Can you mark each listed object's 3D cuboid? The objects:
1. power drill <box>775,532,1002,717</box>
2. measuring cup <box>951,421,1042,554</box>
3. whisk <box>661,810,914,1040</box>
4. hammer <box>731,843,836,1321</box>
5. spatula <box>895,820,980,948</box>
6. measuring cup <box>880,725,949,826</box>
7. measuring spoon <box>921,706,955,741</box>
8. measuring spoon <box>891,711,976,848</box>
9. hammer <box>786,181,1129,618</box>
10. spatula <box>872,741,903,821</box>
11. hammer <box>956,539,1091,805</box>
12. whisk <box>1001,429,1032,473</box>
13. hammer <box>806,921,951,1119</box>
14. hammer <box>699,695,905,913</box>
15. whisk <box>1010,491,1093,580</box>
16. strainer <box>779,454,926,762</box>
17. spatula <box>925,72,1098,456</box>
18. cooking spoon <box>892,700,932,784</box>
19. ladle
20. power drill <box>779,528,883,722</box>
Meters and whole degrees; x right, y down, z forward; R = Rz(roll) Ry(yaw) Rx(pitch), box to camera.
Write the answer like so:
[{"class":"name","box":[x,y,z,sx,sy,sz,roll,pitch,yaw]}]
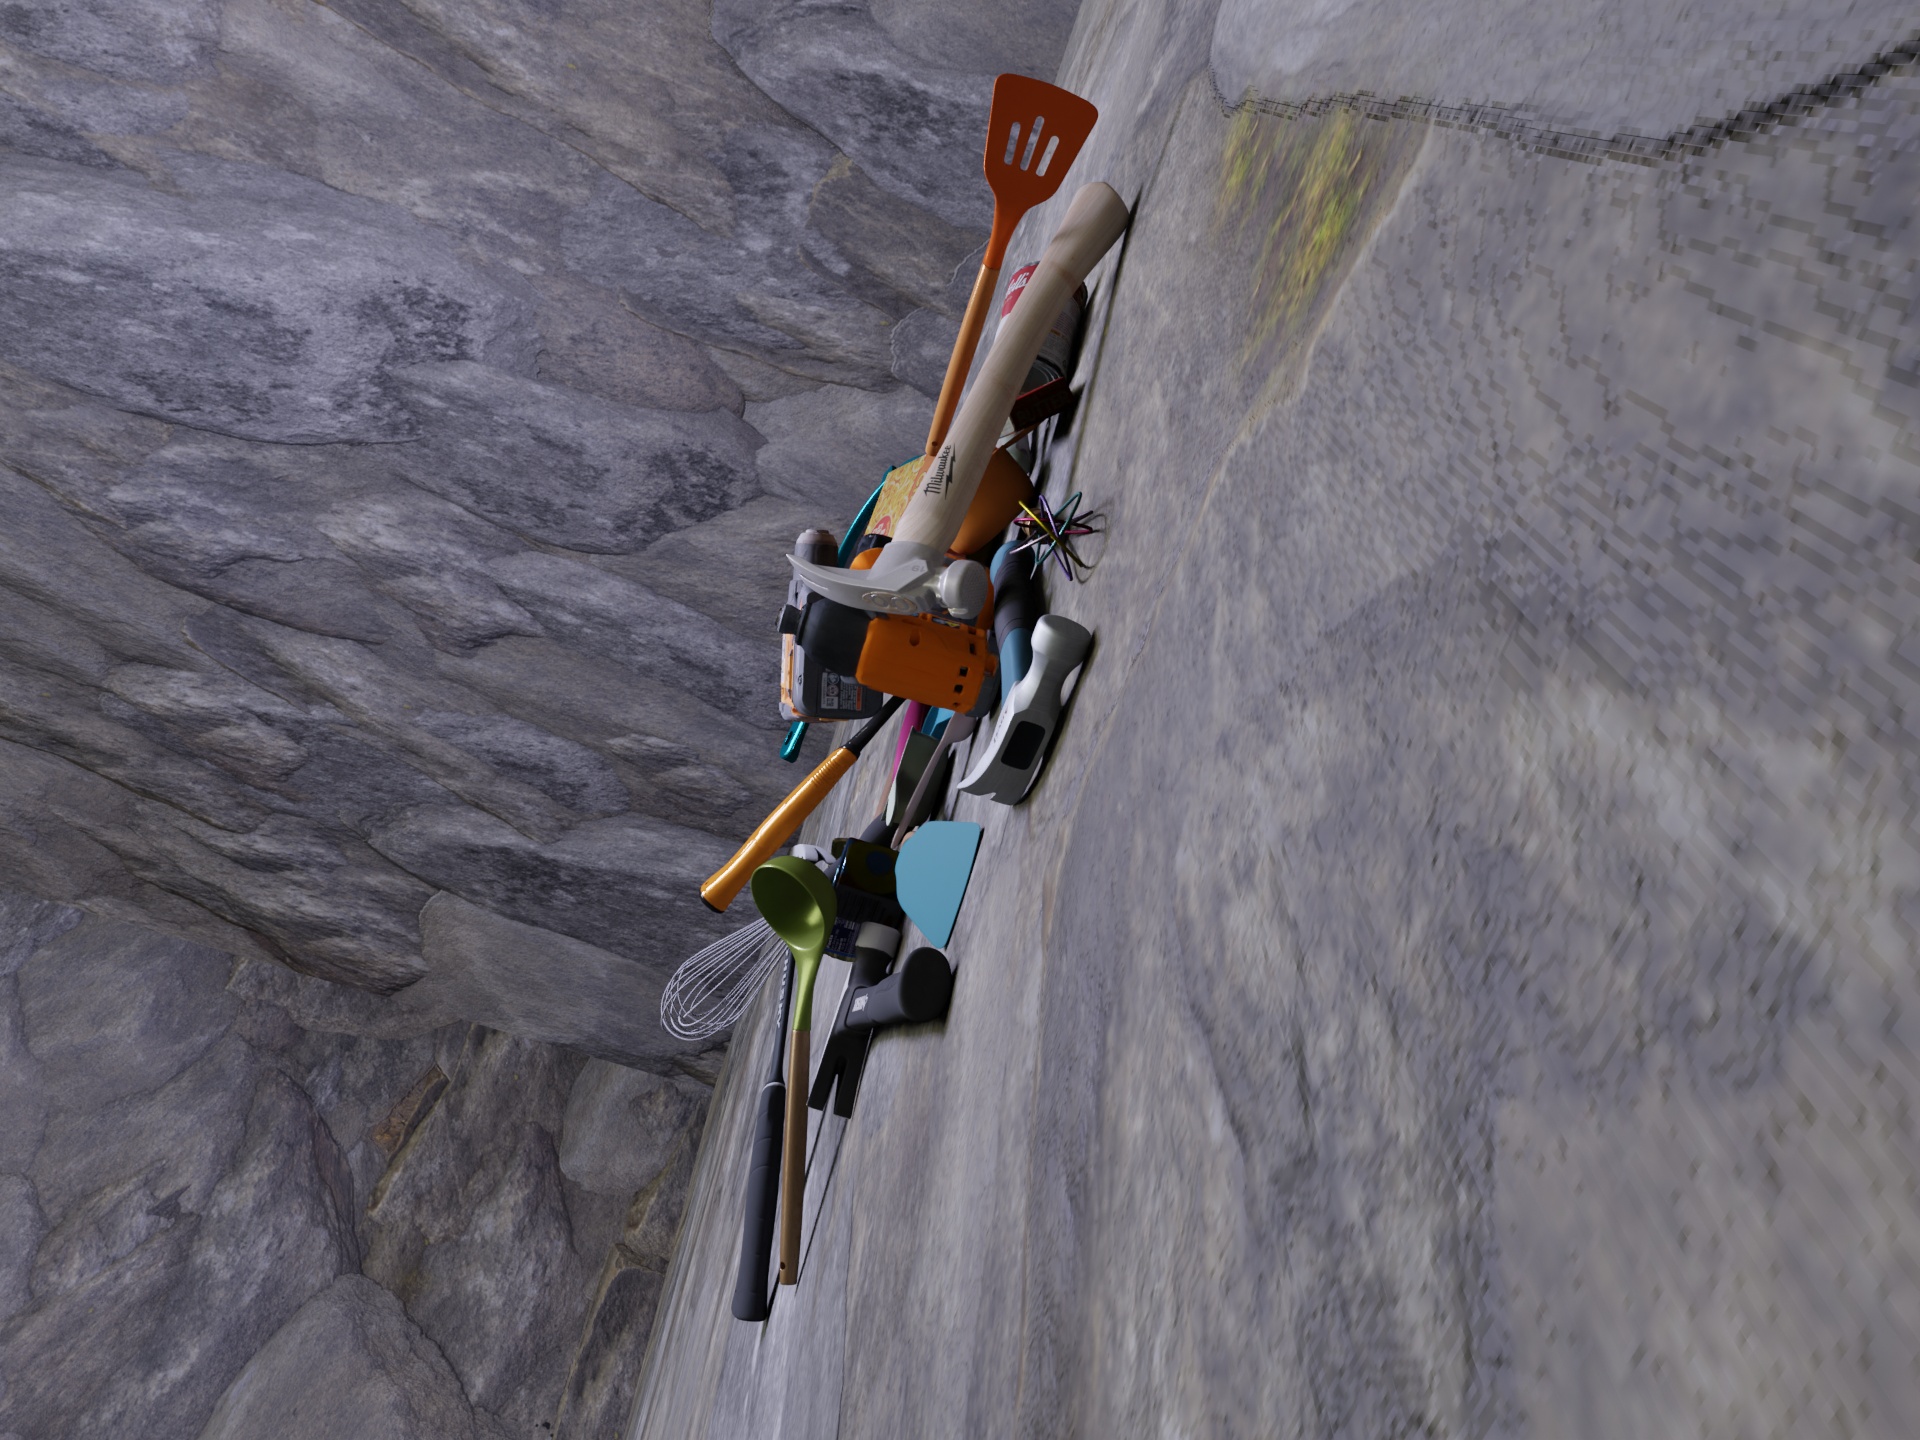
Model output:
[{"class":"power drill","box":[-0.048,-0.077,1.200,0.227,0.164,0.084,-86,12,-72]},{"class":"measuring cup","box":[0.040,-0.197,1.305,0.174,0.052,0.095,-45,7,-40]},{"class":"whisk","box":[-0.139,0.162,1.330,0.284,0.070,0.070,-42,4,-7]},{"class":"hammer","box":[-0.157,0.303,1.380,0.149,0.036,0.409,137,140,-64]},{"class":"spatula","box":[-0.024,0.100,1.146,0.317,0.044,0.082,171,116,-88]},{"class":"measuring cup","box":[-0.035,0.058,1.231,0.168,0.038,0.083,-88,16,-77]},{"class":"measuring spoon","box":[-0.002,-0.004,1.284,0.128,0.021,0.042,-34,37,65]},{"class":"measuring spoon","box":[-0.018,0.042,1.173,0.124,0.018,0.034,-63,-9,-13]},{"class":"hammer","box":[0.020,-0.247,1.161,0.411,0.146,0.038,-64,-32,-27]},{"class":"spatula","box":[-0.057,0.036,1.596,0.060,0.018,0.316,-168,97,-86]},{"class":"hammer","box":[0.036,-0.051,0.994,0.331,0.033,0.128,-88,18,-68]},{"class":"whisk","box":[0.048,-0.280,1.453,0.059,0.057,0.247,-38,26,21]},{"class":"hammer","box":[-0.053,0.195,1.071,0.334,0.035,0.146,131,156,-73]},{"class":"hammer","box":[-0.121,0.052,1.454,0.337,0.034,0.127,-47,12,8]},{"class":"whisk","box":[0.053,-0.125,1.013,0.245,0.047,0.051,-93,20,-81]},{"class":"strainer","box":[-0.075,-0.100,1.621,0.340,0.095,0.211,-65,26,-3]},{"class":"spatula","box":[0.020,-0.346,1.268,0.041,0.081,0.322,-75,5,-47]},{"class":"cooking spoon","box":[-0.012,-0.082,1.529,0.069,0.017,0.319,-136,63,-70]},{"class":"ladle","box":[-0.133,0.264,1.214,0.078,0.062,0.320,-10,74,45]},{"class":"power drill","box":[-0.122,-0.087,1.449,0.226,0.084,0.185,-170,83,-77]}]
